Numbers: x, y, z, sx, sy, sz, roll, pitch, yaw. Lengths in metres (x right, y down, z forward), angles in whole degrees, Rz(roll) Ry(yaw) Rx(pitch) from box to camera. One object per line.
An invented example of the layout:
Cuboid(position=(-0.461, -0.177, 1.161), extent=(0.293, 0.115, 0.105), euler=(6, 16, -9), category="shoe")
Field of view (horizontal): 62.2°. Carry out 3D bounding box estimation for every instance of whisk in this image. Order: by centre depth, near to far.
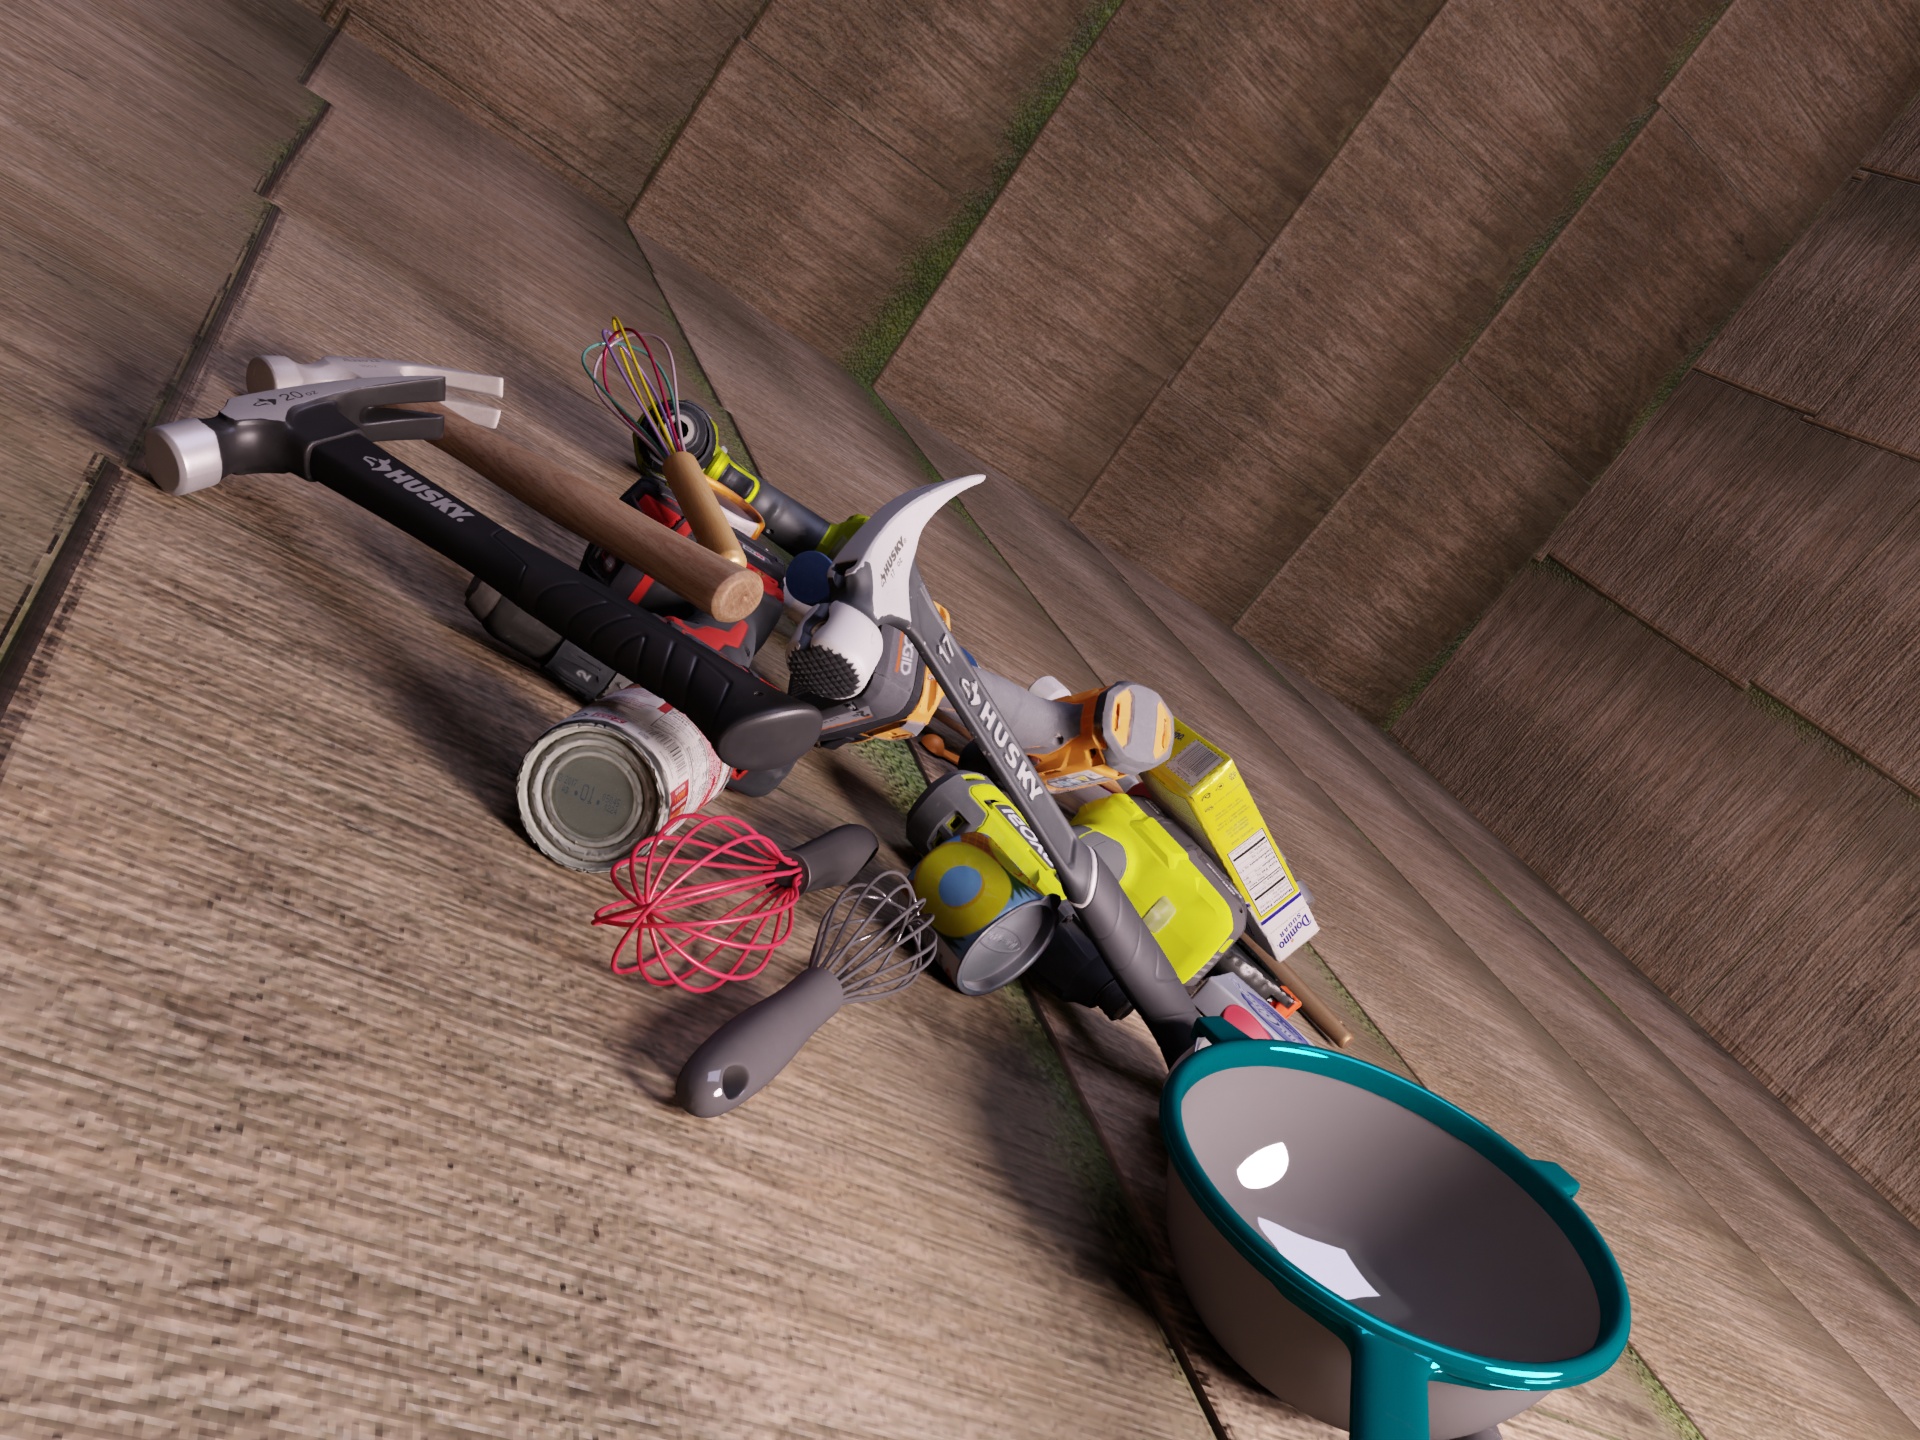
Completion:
Cuboid(position=(-0.060, 0.112, 0.670), extent=(0.055, 0.055, 0.239), euler=(39, 18, 7), category="whisk")
Cuboid(position=(-0.084, 0.072, 0.720), extent=(0.073, 0.073, 0.296), euler=(39, 8, 9), category="whisk")
Cuboid(position=(-0.179, -0.170, 0.964), extent=(0.051, 0.047, 0.245), euler=(1, 43, -34), category="whisk")

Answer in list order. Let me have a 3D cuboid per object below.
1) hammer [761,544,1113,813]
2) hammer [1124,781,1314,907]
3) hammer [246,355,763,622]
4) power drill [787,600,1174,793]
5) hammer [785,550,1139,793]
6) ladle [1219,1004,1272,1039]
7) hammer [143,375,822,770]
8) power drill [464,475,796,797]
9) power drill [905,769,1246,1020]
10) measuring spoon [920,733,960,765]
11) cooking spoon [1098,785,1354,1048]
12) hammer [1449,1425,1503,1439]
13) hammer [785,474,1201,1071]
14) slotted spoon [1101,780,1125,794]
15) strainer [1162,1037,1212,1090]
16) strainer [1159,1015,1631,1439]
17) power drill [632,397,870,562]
Cuboid(position=(0.004, 0.000, 1.188), extent=(0.410, 0.038, 0.146), euler=(34, 5, -20), category="hammer")
Cuboid(position=(0.202, 0.083, 1.311), extent=(0.149, 0.036, 0.358), euler=(58, 15, 23), category="hammer")
Cuboid(position=(-0.233, -0.132, 0.857), extent=(0.331, 0.031, 0.130), euler=(30, 27, 27), category="hammer")
Cuboid(position=(-0.002, -0.003, 1.034), extent=(0.226, 0.084, 0.185), euler=(19, -21, -32), category="power drill")
Cuboid(position=(0.014, -0.035, 1.166), extent=(0.144, 0.035, 0.405), euler=(42, 9, 35), category="hammer")
Cuboid(position=(0.268, 0.273, 0.994), extent=(0.315, 0.031, 0.069), euler=(35, 35, -18), category="ladle")
Cuboid(position=(-0.198, -0.071, 0.713), extent=(0.335, 0.035, 0.146), euler=(30, 36, 22), category="hammer")
Cuboid(position=(-0.177, -0.060, 0.893), extent=(0.187, 0.080, 0.227), euler=(31, 18, -21), category="power drill")
Cuboid(position=(0.083, 0.109, 0.980), extent=(0.171, 0.080, 0.223), euler=(47, 20, 26), category="power drill")
Cuboid(position=(0.016, 0.034, 1.185), extent=(0.116, 0.011, 0.021), euler=(28, 16, -36), category="measuring spoon")
Cuboid(position=(0.202, 0.146, 1.267), extent=(0.068, 0.017, 0.319), euler=(23, 19, -48), category="cooking spoon")
Cuboid(position=(0.231, 0.326, 0.716), extent=(0.128, 0.033, 0.331), euler=(35, 14, -4), category="hammer")
Cuboid(position=(0.052, 0.060, 0.790), extent=(0.408, 0.036, 0.149), euler=(57, 41, -33), category="hammer")
Cuboid(position=(0.079, 0.023, 1.356), extent=(0.313, 0.031, 0.070), euler=(29, 16, -37), category="slotted spoon")
Cuboid(position=(0.171, 0.228, 0.874), extent=(0.258, 0.050, 0.087), euler=(32, 50, -43), category="strainer")
Cuboid(position=(0.156, 0.257, 0.639), extent=(0.211, 0.095, 0.340), euler=(23, 21, 7), category="strainer")
Cuboid(position=(-0.153, -0.170, 1.237), extent=(0.228, 0.080, 0.190), euler=(34, -2, -12), category="power drill")
